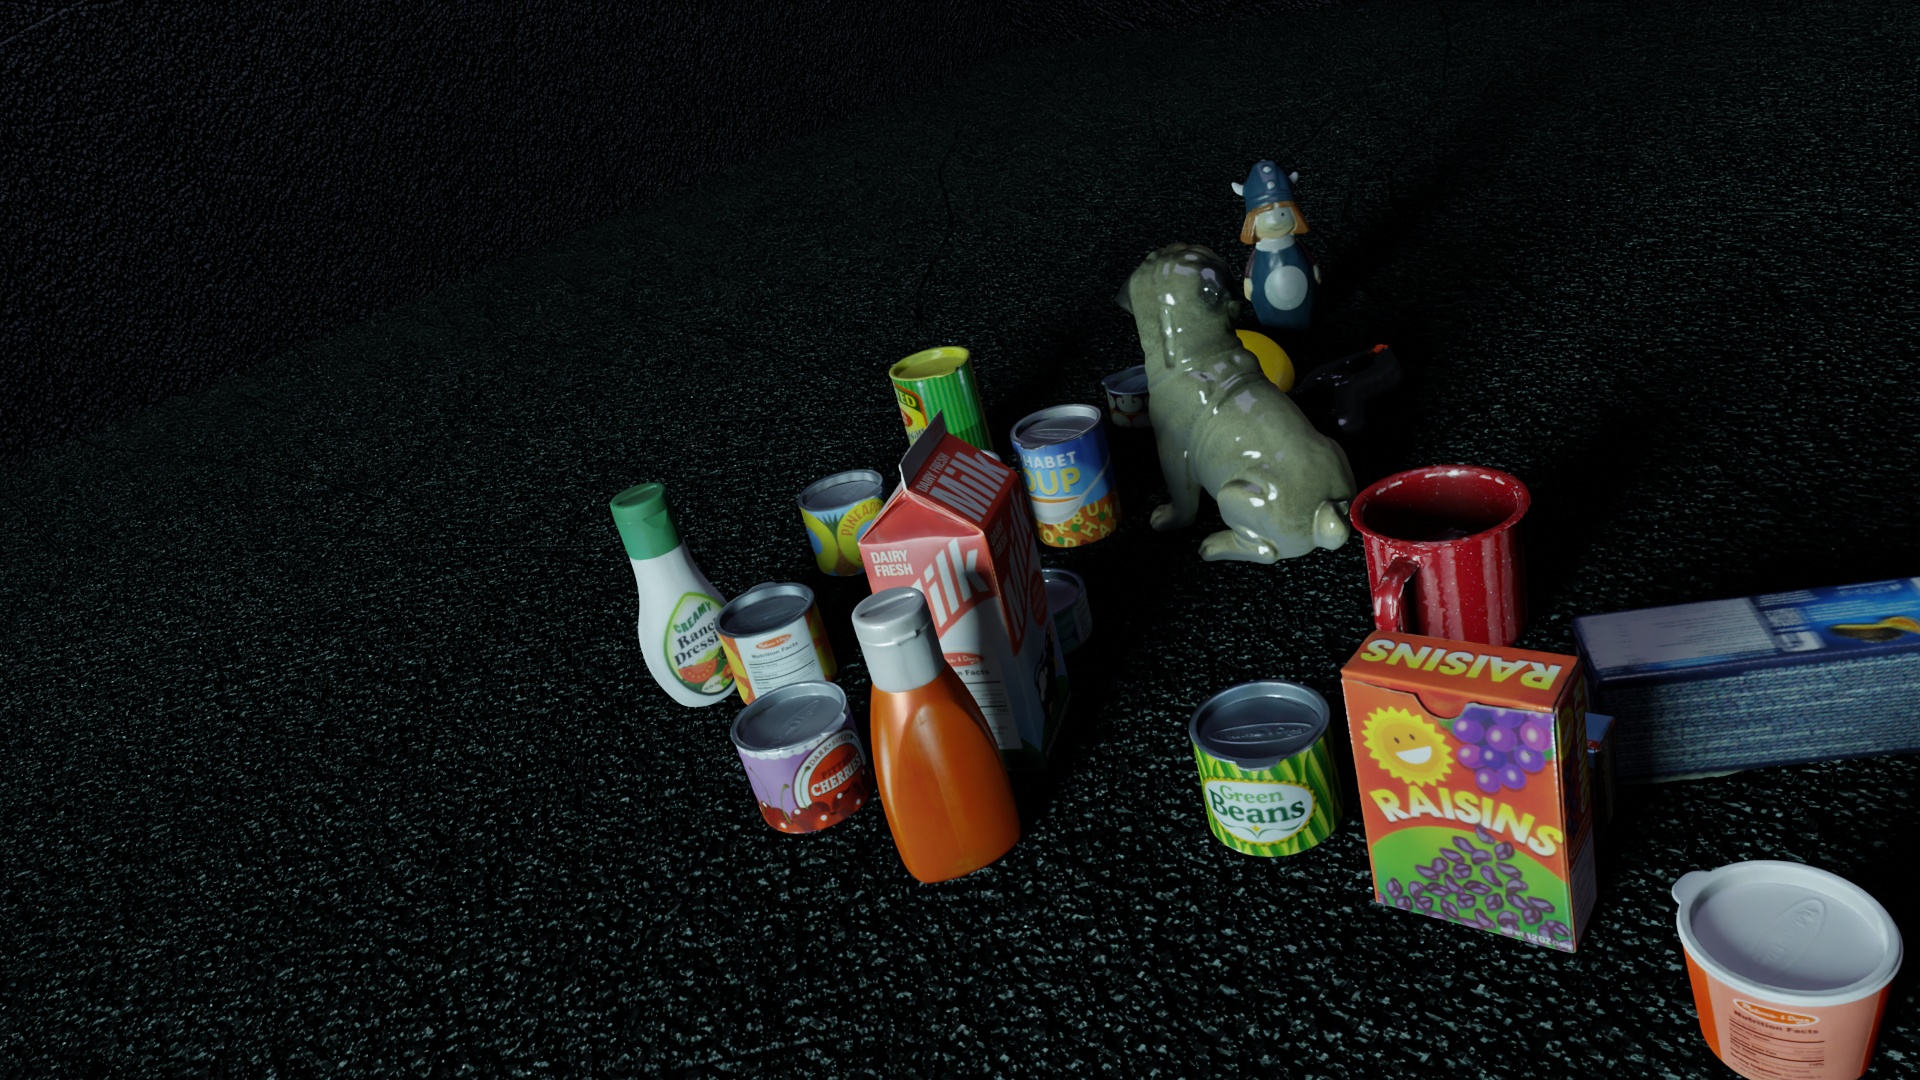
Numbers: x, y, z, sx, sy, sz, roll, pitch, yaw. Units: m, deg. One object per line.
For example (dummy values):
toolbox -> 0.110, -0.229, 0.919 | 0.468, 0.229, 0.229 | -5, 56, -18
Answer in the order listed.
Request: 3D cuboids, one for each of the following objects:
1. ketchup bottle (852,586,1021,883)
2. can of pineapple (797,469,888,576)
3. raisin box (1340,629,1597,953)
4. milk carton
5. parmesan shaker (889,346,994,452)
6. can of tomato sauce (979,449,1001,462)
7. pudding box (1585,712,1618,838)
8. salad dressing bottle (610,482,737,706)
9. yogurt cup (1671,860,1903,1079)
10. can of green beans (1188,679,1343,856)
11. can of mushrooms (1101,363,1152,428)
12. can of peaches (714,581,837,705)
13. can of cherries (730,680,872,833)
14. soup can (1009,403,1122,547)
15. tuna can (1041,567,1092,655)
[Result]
ketchup bottle -> -0.016, 0.095, 0.681 | 0.065, 0.148, 0.043 | -22, 26, -14
can of pineapple -> -0.082, -0.013, 1.043 | 0.071, 0.057, 0.071 | -12, 25, 6
raisin box -> 0.210, 0.102, 0.572 | 0.086, 0.123, 0.040 | 7, 33, 39
milk carton -> 0.001, 0.029, 0.758 | 0.073, 0.189, 0.073 | -5, 27, 21
parmesan shaker -> -0.012, -0.096, 1.120 | 0.071, 0.102, 0.071 | -12, 25, 6
can of tomato sauce -> 0.003, -0.012, 0.965 | 0.071, 0.082, 0.071 | -12, 25, 6
pudding box -> 0.253, 0.100, 0.637 | 0.083, 0.049, 0.030 | 7, 33, 38
salad dressing bottle -> -0.185, 0.036, 0.897 | 0.064, 0.147, 0.044 | -31, 29, -30
yogurt cup -> 0.294, 0.157, 0.495 | 0.072, 0.053, 0.073 | -12, 25, 6
can of green beans -> 0.147, 0.109, 0.668 | 0.071, 0.057, 0.071 | -12, 25, 6
can of mushrooms -> 0.154, -0.122, 1.162 | 0.071, 0.033, 0.071 | -12, 25, 6
can of peaches -> -0.119, 0.067, 0.900 | 0.071, 0.057, 0.071 | -12, 25, 6
can of cherries -> -0.086, 0.121, 0.772 | 0.071, 0.058, 0.072 | -12, 25, 6
soup can -> 0.075, -0.045, 0.992 | 0.071, 0.083, 0.071 | -12, 25, 6
tuna can -> 0.046, 0.048, 0.878 | 0.071, 0.032, 0.071 | -12, 25, 6
